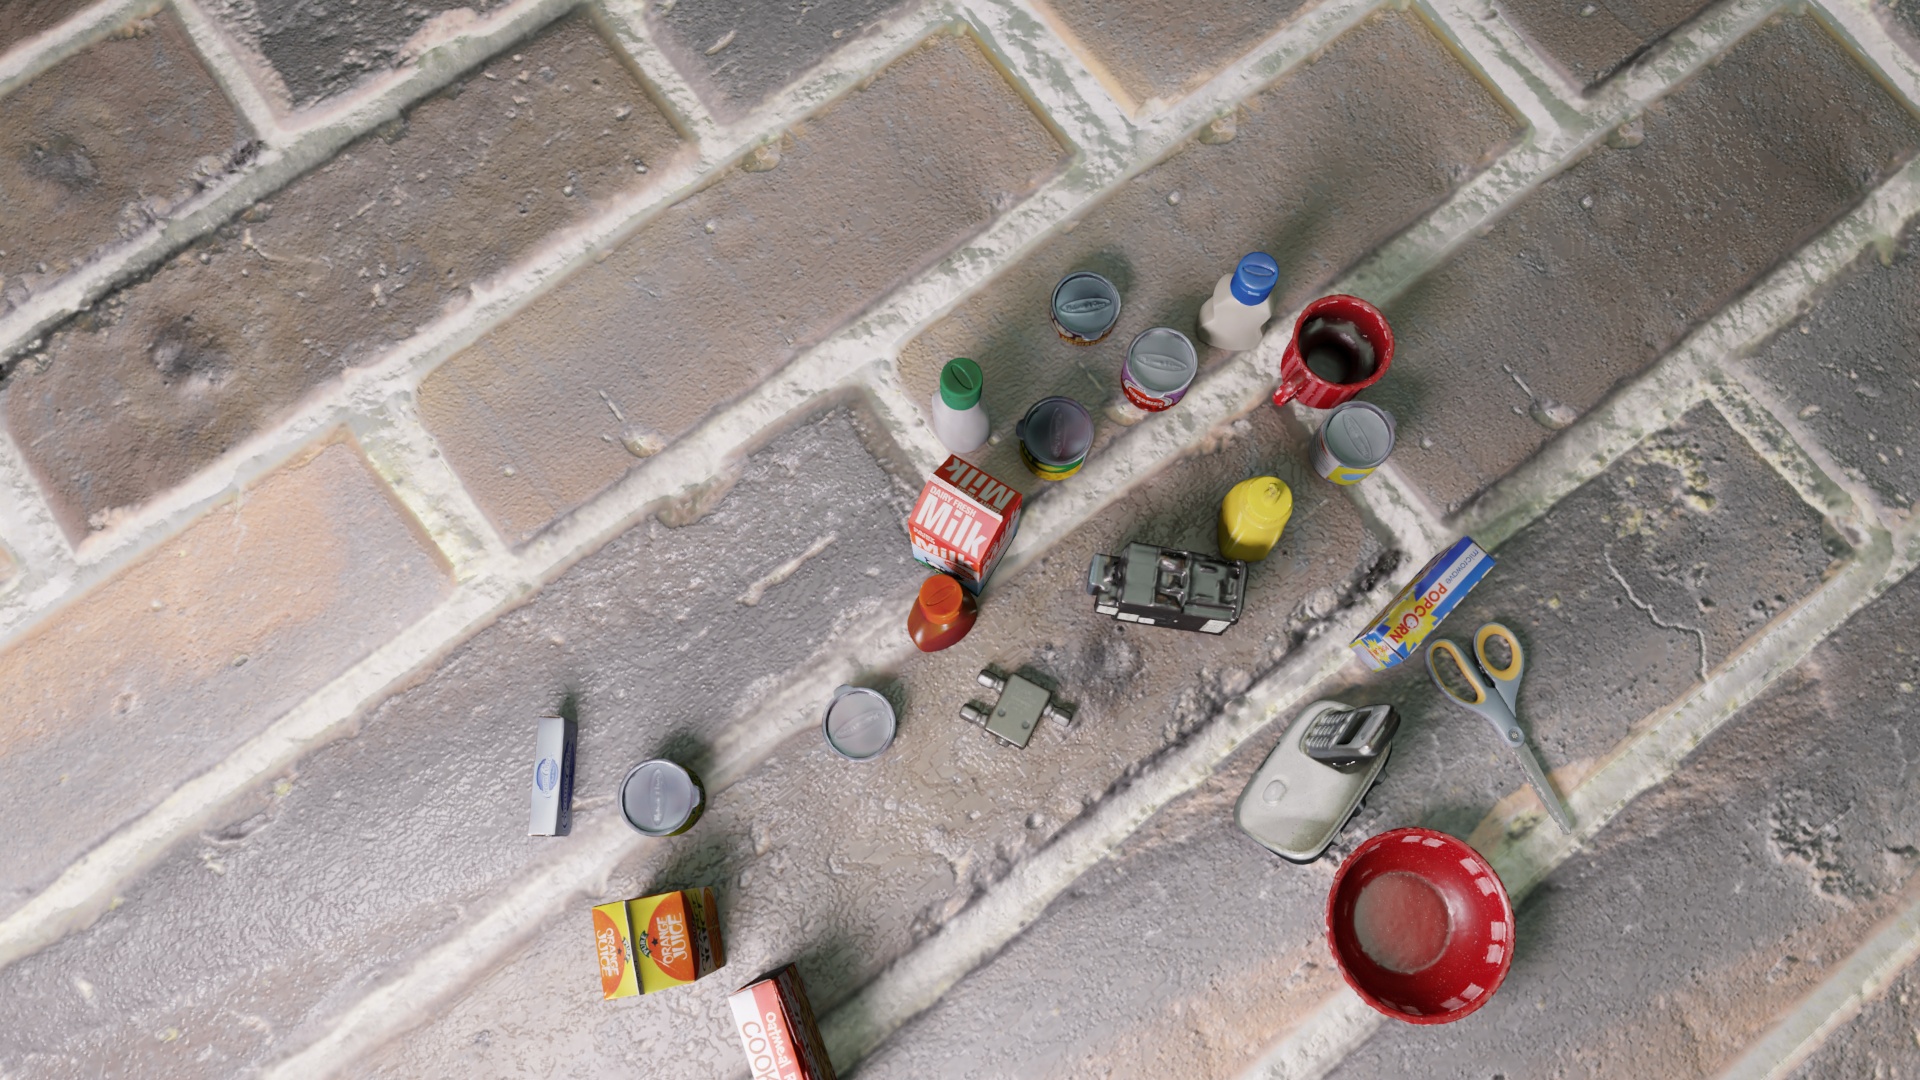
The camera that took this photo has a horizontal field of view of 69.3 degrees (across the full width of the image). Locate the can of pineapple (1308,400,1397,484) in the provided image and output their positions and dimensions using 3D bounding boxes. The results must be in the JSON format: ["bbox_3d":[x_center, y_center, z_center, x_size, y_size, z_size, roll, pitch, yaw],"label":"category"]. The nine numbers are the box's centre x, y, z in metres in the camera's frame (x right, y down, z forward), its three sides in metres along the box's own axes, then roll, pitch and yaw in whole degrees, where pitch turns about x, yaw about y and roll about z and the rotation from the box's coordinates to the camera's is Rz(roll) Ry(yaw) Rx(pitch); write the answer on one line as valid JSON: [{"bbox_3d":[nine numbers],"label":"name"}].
[{"bbox_3d":[0.365,-0.090,1.293,0.071,0.057,0.071,0,77,0],"label":"can of pineapple"}]

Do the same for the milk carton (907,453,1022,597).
[{"bbox_3d":[0.004,-0.015,1.204,0.072,0.190,0.073,31,79,6],"label":"milk carton"}]

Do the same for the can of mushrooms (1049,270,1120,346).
[{"bbox_3d":[0.119,-0.220,1.334,0.071,0.033,0.071,0,77,0],"label":"can of mushrooms"}]

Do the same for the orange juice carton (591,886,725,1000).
[{"bbox_3d":[-0.244,0.322,1.120,0.073,0.192,0.072,-11,78,-3],"label":"orange juice carton"}]

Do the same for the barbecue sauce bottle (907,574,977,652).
[{"bbox_3d":[-0.016,0.062,1.207,0.065,0.148,0.044,-32,79,-7],"label":"barbecue sauce bottle"}]

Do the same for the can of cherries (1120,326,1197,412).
[{"bbox_3d":[0.185,-0.158,1.307,0.071,0.058,0.071,0,77,0],"label":"can of cherries"}]

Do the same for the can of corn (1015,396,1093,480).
[{"bbox_3d":[0.086,-0.094,1.291,0.071,0.058,0.071,0,77,0],"label":"can of corn"}]

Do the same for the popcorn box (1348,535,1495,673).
[{"bbox_3d":[0.412,0.058,1.244,0.127,0.085,0.038,-44,81,-9],"label":"popcorn box"}]

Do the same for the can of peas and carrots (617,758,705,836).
[{"bbox_3d":[-0.257,0.225,1.212,0.071,0.058,0.071,0,77,0],"label":"can of peas and carrots"}]

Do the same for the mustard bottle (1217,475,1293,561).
[{"bbox_3d":[0.262,-0.024,1.224,0.049,0.160,0.065,4,77,1],"label":"mustard bottle"}]

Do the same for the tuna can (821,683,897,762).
[{"bbox_3d":[-0.091,0.163,1.242,0.071,0.032,0.071,0,77,0],"label":"tuna can"}]

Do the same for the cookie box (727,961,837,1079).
[{"bbox_3d":[-0.137,0.409,1.114,0.040,0.167,0.123,-21,78,-5],"label":"cookie box"}]

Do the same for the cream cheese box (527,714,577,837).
[{"bbox_3d":[-0.356,0.207,1.218,0.024,0.053,0.104,1,77,0],"label":"cream cheese box"}]

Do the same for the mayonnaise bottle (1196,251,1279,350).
[{"bbox_3d":[0.259,-0.219,1.276,0.065,0.147,0.041,10,77,2],"label":"mayonnaise bottle"}]

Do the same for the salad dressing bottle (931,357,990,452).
[{"bbox_3d":[0.001,-0.122,1.251,0.044,0.147,0.064,-35,80,-8],"label":"salad dressing bottle"}]
